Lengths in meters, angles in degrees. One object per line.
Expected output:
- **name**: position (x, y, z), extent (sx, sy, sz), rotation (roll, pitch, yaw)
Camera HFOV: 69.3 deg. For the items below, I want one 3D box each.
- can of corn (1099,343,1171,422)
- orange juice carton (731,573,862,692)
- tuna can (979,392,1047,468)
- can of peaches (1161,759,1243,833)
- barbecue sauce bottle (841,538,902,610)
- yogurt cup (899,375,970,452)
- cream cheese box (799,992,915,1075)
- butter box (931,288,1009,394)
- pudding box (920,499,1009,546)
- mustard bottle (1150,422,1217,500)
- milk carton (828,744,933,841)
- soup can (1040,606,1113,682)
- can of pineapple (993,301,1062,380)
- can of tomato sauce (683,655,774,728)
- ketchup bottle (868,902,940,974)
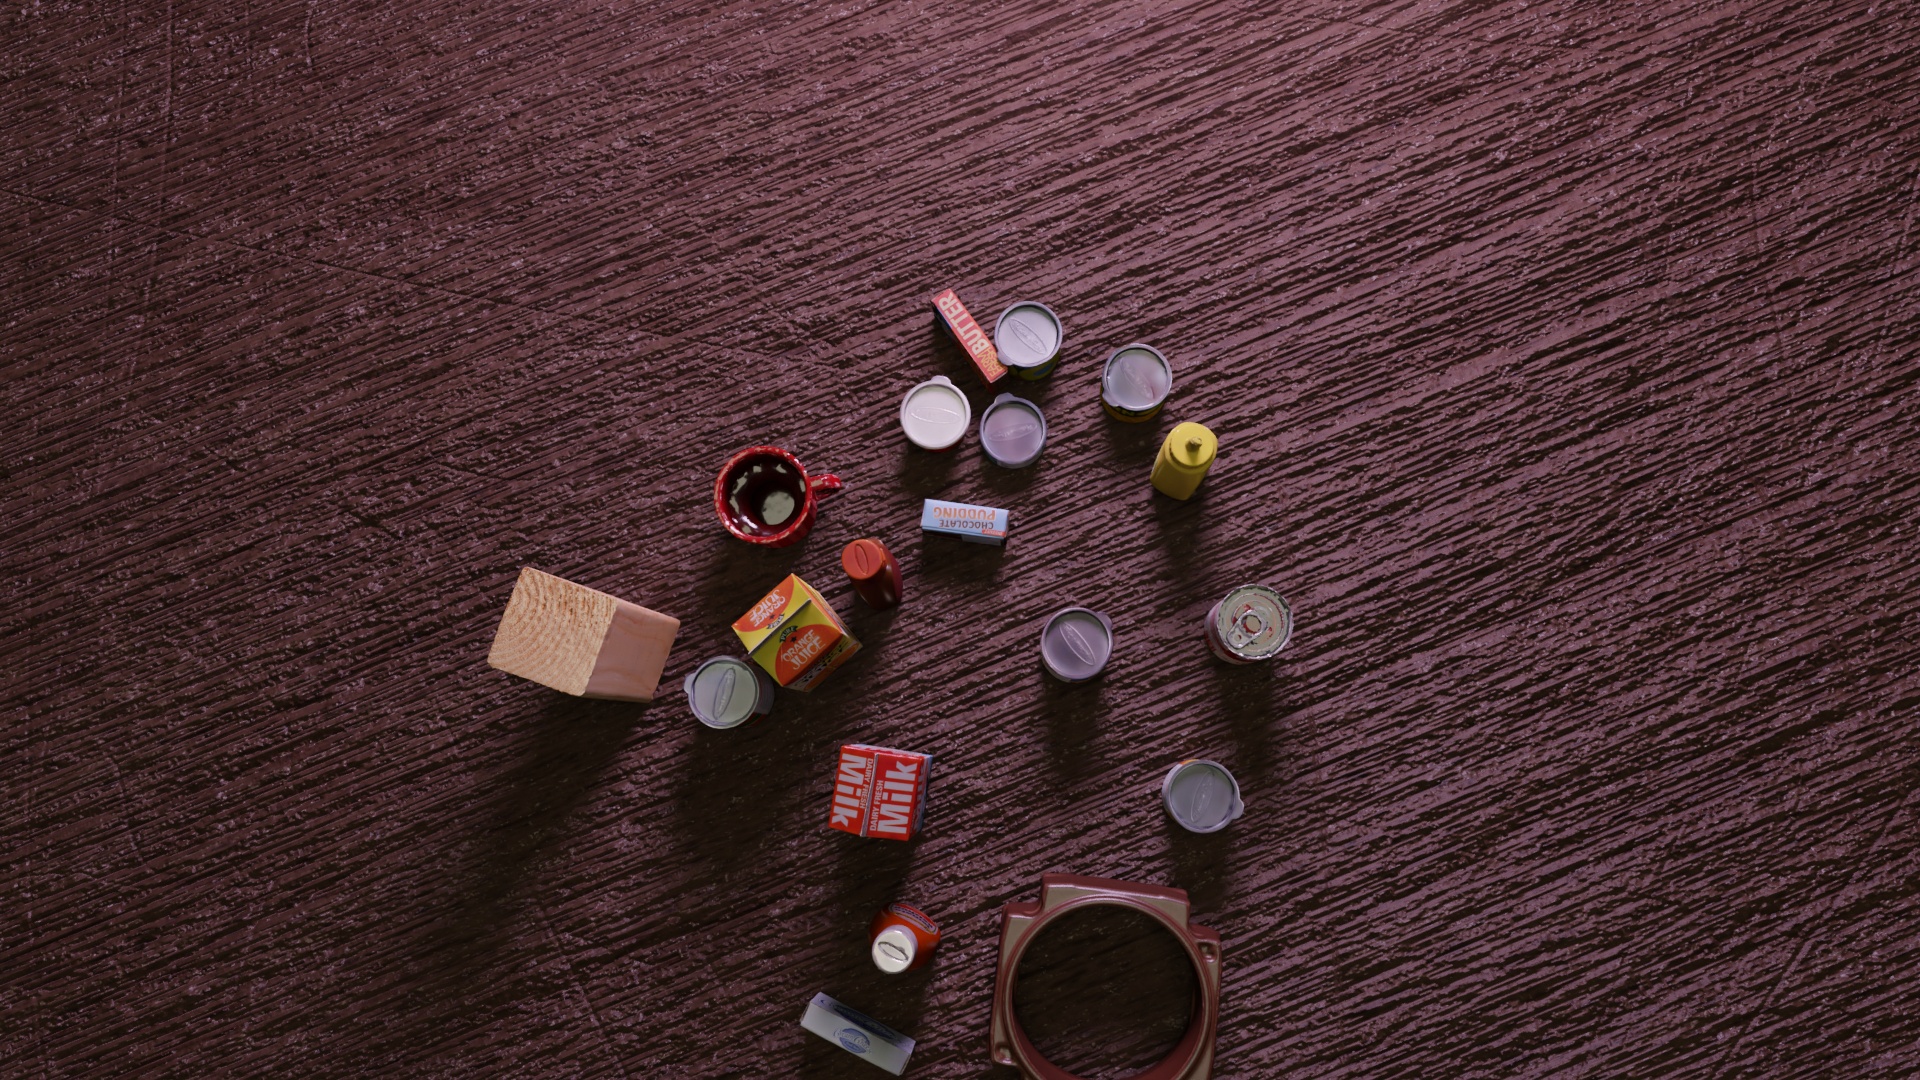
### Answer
- **can of corn**: position (0.168, -0.150, 1.352), extent (0.071, 0.058, 0.071), rotation (0, 81, 3)
- **orange juice carton**: position (-0.148, 0.086, 1.262), extent (0.072, 0.192, 0.073), rotation (-41, 82, -3)
- **tuna can**: position (0.051, -0.107, 1.364), extent (0.071, 0.033, 0.071), rotation (0, 81, 3)
- **can of peaches**: position (0.224, 0.238, 1.288), extent (0.071, 0.058, 0.071), rotation (0, 81, 3)
- **barbecue sauce bottle**: position (-0.082, 0.027, 1.290), extent (0.044, 0.148, 0.065), rotation (-16, 81, 0)
- **yogurt cup**: position (-0.023, -0.118, 1.358), extent (0.072, 0.054, 0.072), rotation (0, 81, 3)
- **cream cheese box**: position (-0.094, 0.451, 1.272), extent (0.104, 0.053, 0.024), rotation (25, 84, 6)
- **butter box**: position (0.010, -0.196, 1.369), extent (0.024, 0.053, 0.103), rotation (-35, 81, -3)
- **pudding box**: position (0.005, -0.017, 1.343), extent (0.084, 0.049, 0.030), rotation (8, 82, 4)
- **mustard bottle**: position (0.210, -0.080, 1.288), extent (0.049, 0.160, 0.065), rotation (27, 84, 6)
- **milk carton**: position (-0.071, 0.223, 1.237), extent (0.073, 0.190, 0.072), rotation (8, 82, 4)
- **soup can**: position (0.110, 0.098, 1.303), extent (0.071, 0.083, 0.071), rotation (0, 81, 3)
- **can of pineapple**: position (0.065, -0.194, 1.364), extent (0.071, 0.058, 0.071), rotation (0, 81, 3)
- **can of tomato sauce**: position (-0.217, 0.145, 1.311), extent (0.071, 0.083, 0.071), rotation (0, 81, 3)
- **ketchup bottle**: position (-0.053, 0.357, 1.236), extent (0.065, 0.148, 0.043), rotation (27, 84, 6)
